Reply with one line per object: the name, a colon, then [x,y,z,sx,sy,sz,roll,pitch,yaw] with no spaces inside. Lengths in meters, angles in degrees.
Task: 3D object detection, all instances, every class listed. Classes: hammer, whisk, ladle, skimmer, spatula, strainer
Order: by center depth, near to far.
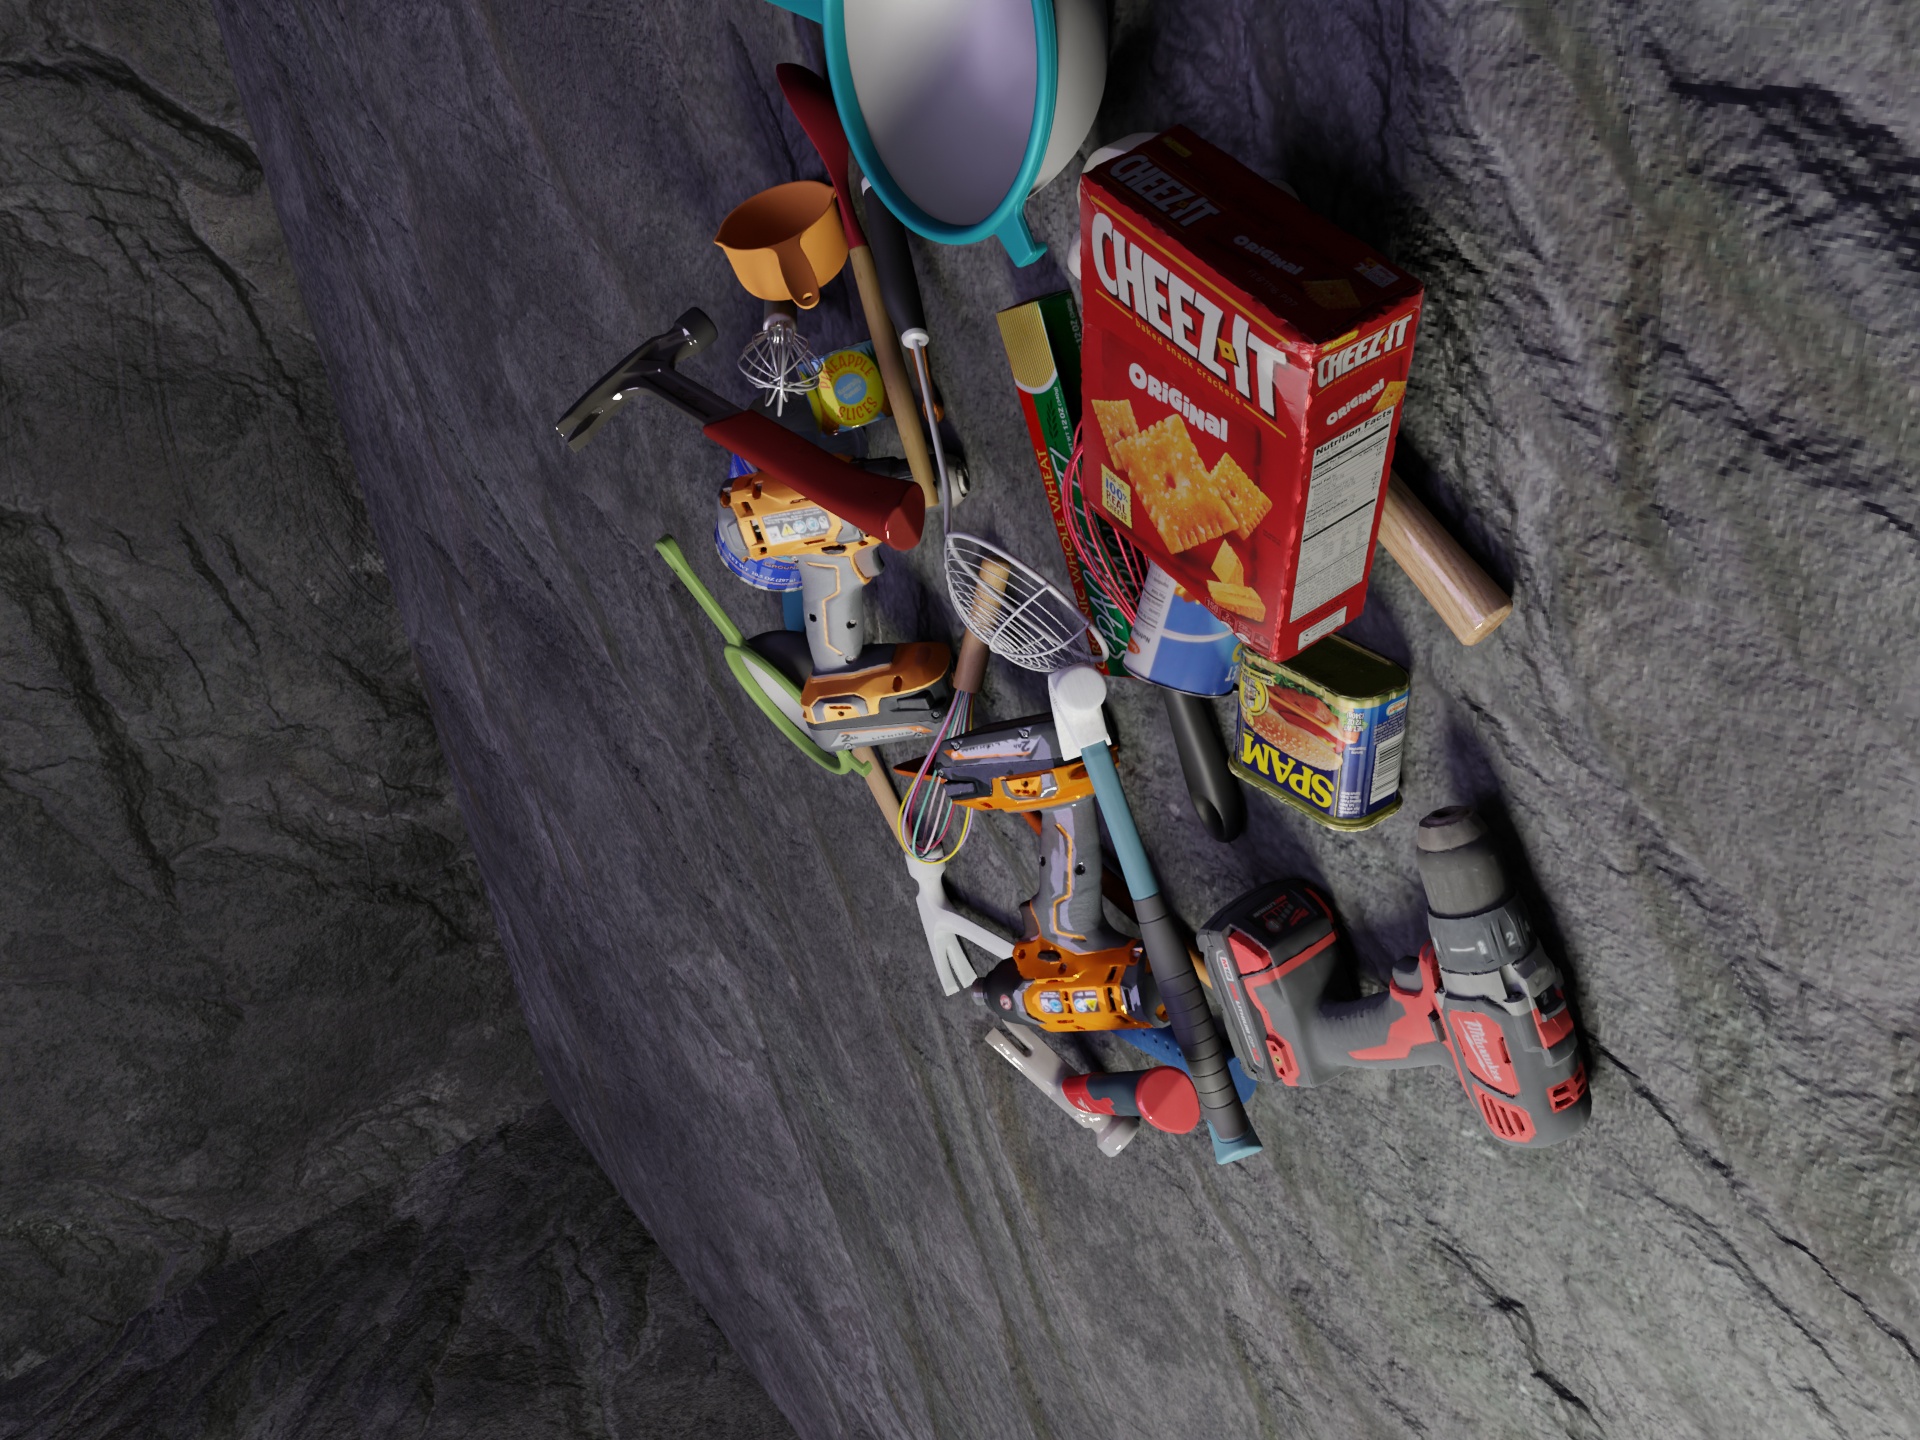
hammer: [0.167,-0.175,0.824,0.331,0.031,0.130,54,162,16]
strainer: [-0.020,-0.408,0.913,0.341,0.095,0.210,41,141,41]
whisk: [0.126,-0.051,0.986,0.073,0.073,0.295,13,129,56]
hammer: [0.121,0.122,0.998,0.128,0.033,0.331,-138,28,-89]
skimmer: [0.012,-0.202,1.046,0.127,0.090,0.363,75,-178,-78]
ladle: [-0.064,-0.300,1.096,0.031,0.069,0.315,-14,97,21]
hammer: [0.096,0.256,1.138,0.143,0.038,0.386,42,167,6]
hammer: [-0.153,-0.196,1.145,0.359,0.149,0.036,35,165,41]
whisk: [-0.130,-0.280,1.153,0.247,0.058,0.059,-101,16,-60]
whisk: [-0.004,-0.004,1.178,0.047,0.051,0.245,27,112,36]
spatula: [0.080,0.105,1.194,0.323,0.081,0.041,41,127,30]
hammer: [0.085,0.217,1.286,0.406,0.035,0.144,21,129,53]
strainer: [-0.157,-0.068,1.343,0.256,0.069,0.151,54,163,-23]
spatula: [-0.096,-0.011,1.435,0.082,0.044,0.317,-11,107,60]

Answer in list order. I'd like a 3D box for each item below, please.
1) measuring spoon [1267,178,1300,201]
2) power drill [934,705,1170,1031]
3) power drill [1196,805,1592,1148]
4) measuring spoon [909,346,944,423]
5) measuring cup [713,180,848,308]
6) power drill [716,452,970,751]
measuring spoon: [0.175,-0.216,0.803,0.124,0.018,0.034,64,152,6]
power drill: [0.056,0.113,1.135,0.164,0.084,0.226,-11,95,36]
power drill: [0.242,0.138,0.914,0.227,0.080,0.188,-5,108,58]
measuring spoon: [-0.028,-0.268,1.127,0.021,0.011,0.117,14,120,58]
measuring cup: [-0.114,-0.315,1.117,0.052,0.095,0.174,66,-177,-46]
power drill: [-0.063,-0.096,1.200,0.084,0.185,0.226,-76,-27,-56]
